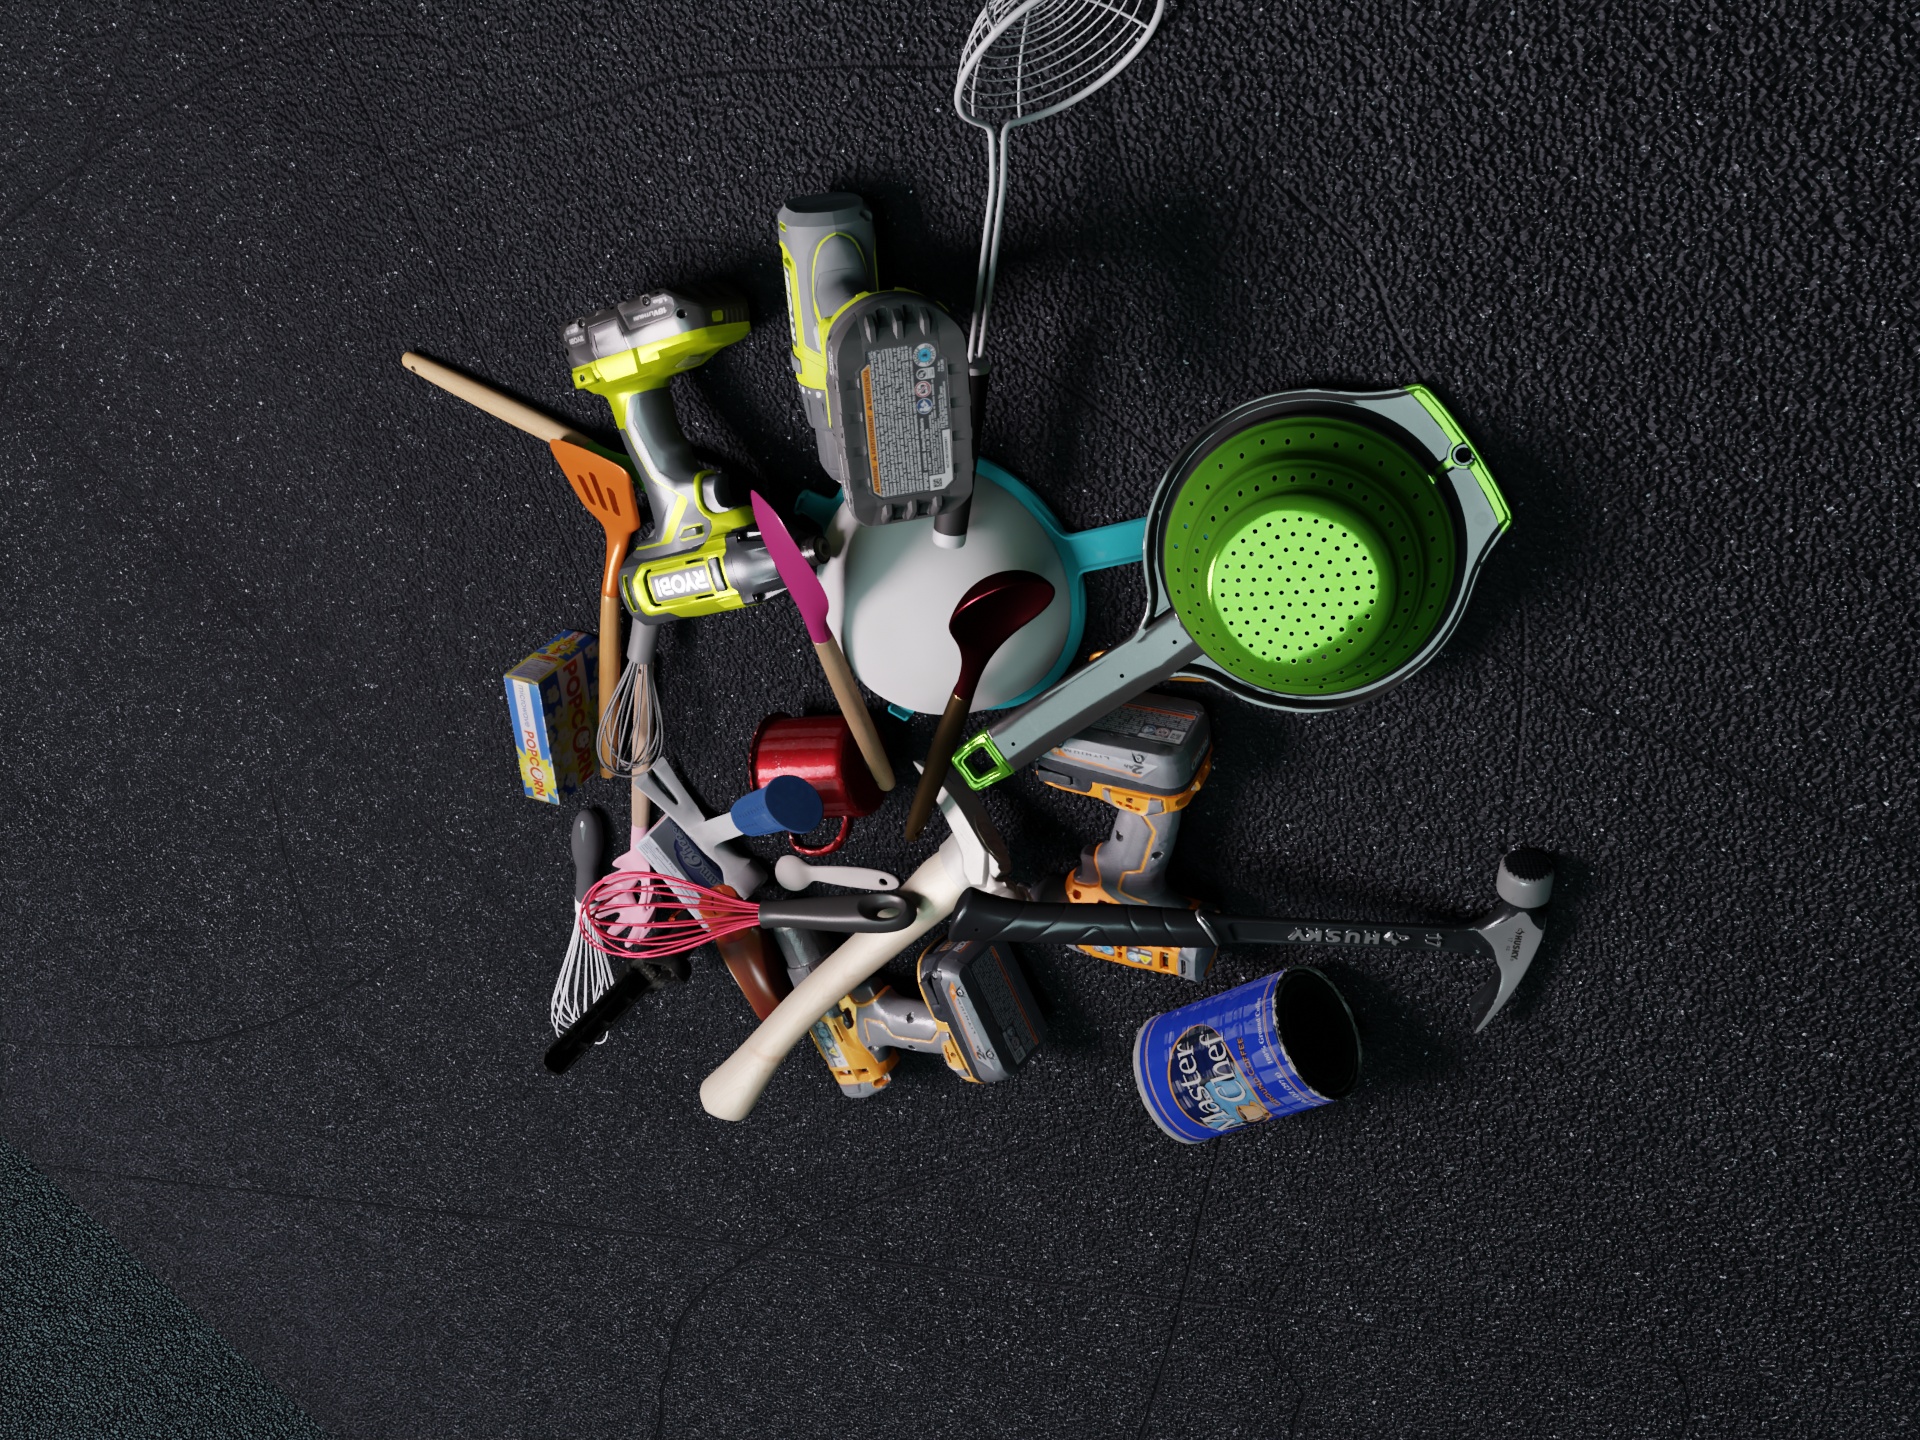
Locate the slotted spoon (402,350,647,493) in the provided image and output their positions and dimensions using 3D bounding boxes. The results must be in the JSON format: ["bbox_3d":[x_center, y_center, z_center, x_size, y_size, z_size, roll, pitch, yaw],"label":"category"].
[{"bbox_3d":[-0.310,-0.223,1.239,0.314,0.031,0.070,27,141,14],"label":"slotted spoon"}]

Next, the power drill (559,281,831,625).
[{"bbox_3d":[-0.186,-0.187,1.126,0.171,0.080,0.223,-8,103,31],"label":"power drill"}]

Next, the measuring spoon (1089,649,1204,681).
[{"bbox_3d":[0.144,-0.035,1.115,0.117,0.011,0.021,8,124,25],"label":"measuring spoon"}]

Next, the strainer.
[{"bbox_3d":[0.027,-0.089,1.090,0.340,0.095,0.210,-9,115,35],"label":"strainer"}]

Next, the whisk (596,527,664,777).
[{"bbox_3d":[-0.255,-0.052,1.289,0.055,0.055,0.238,25,123,13],"label":"whisk"}]

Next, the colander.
[{"bbox_3d":[0.143,-0.049,0.986,0.397,0.094,0.204,-33,98,25],"label":"colander"}]

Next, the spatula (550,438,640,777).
[{"bbox_3d":[-0.294,-0.081,1.307,0.081,0.041,0.322,25,127,22],"label":"spatula"}]

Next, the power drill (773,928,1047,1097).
[{"bbox_3d":[-0.056,0.230,1.363,0.226,0.084,0.185,-15,105,41],"label":"power drill"}]

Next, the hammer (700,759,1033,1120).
[{"bbox_3d":[-0.104,0.203,1.315,0.410,0.038,0.146,-46,62,32],"label":"hammer"}]

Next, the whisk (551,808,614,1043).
[{"bbox_3d":[-0.360,0.202,1.536,0.070,0.070,0.284,20,123,17],"label":"whisk"}]

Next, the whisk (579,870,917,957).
[{"bbox_3d":[-0.173,0.155,1.265,0.296,0.073,0.073,-3,119,19],"label":"whisk"}]

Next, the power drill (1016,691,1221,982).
[{"bbox_3d":[0.108,0.086,1.173,0.164,0.084,0.226,11,129,23],"label":"power drill"}]

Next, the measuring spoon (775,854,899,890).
[{"bbox_3d":[-0.109,0.137,1.369,0.124,0.018,0.034,2,121,28],"label":"measuring spoon"}]

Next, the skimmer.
[{"bbox_3d":[0.036,-0.258,0.939,0.090,0.127,0.363,34,128,36],"label":"skimmer"}]

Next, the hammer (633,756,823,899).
[{"bbox_3d":[-0.173,0.074,1.223,0.144,0.035,0.405,48,162,-6],"label":"hammer"}]

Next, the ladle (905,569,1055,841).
[{"bbox_3d":[-0.002,-0.004,1.103,0.315,0.069,0.031,111,143,-51],"label":"ladle"}]

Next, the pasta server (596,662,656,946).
[{"bbox_3d":[-0.290,0.074,1.418,0.060,0.040,0.316,27,129,21],"label":"pasta server"}]

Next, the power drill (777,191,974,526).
[{"bbox_3d":[-0.060,-0.211,0.998,0.080,0.229,0.190,-11,122,-12],"label":"power drill"}]

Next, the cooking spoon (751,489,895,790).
[{"bbox_3d":[-0.091,-0.043,1.124,0.069,0.017,0.318,46,165,37],"label":"cooking spoon"}]

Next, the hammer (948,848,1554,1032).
[{"bbox_3d":[0.194,0.149,1.117,0.409,0.036,0.149,1,126,7],"label":"hammer"}]
